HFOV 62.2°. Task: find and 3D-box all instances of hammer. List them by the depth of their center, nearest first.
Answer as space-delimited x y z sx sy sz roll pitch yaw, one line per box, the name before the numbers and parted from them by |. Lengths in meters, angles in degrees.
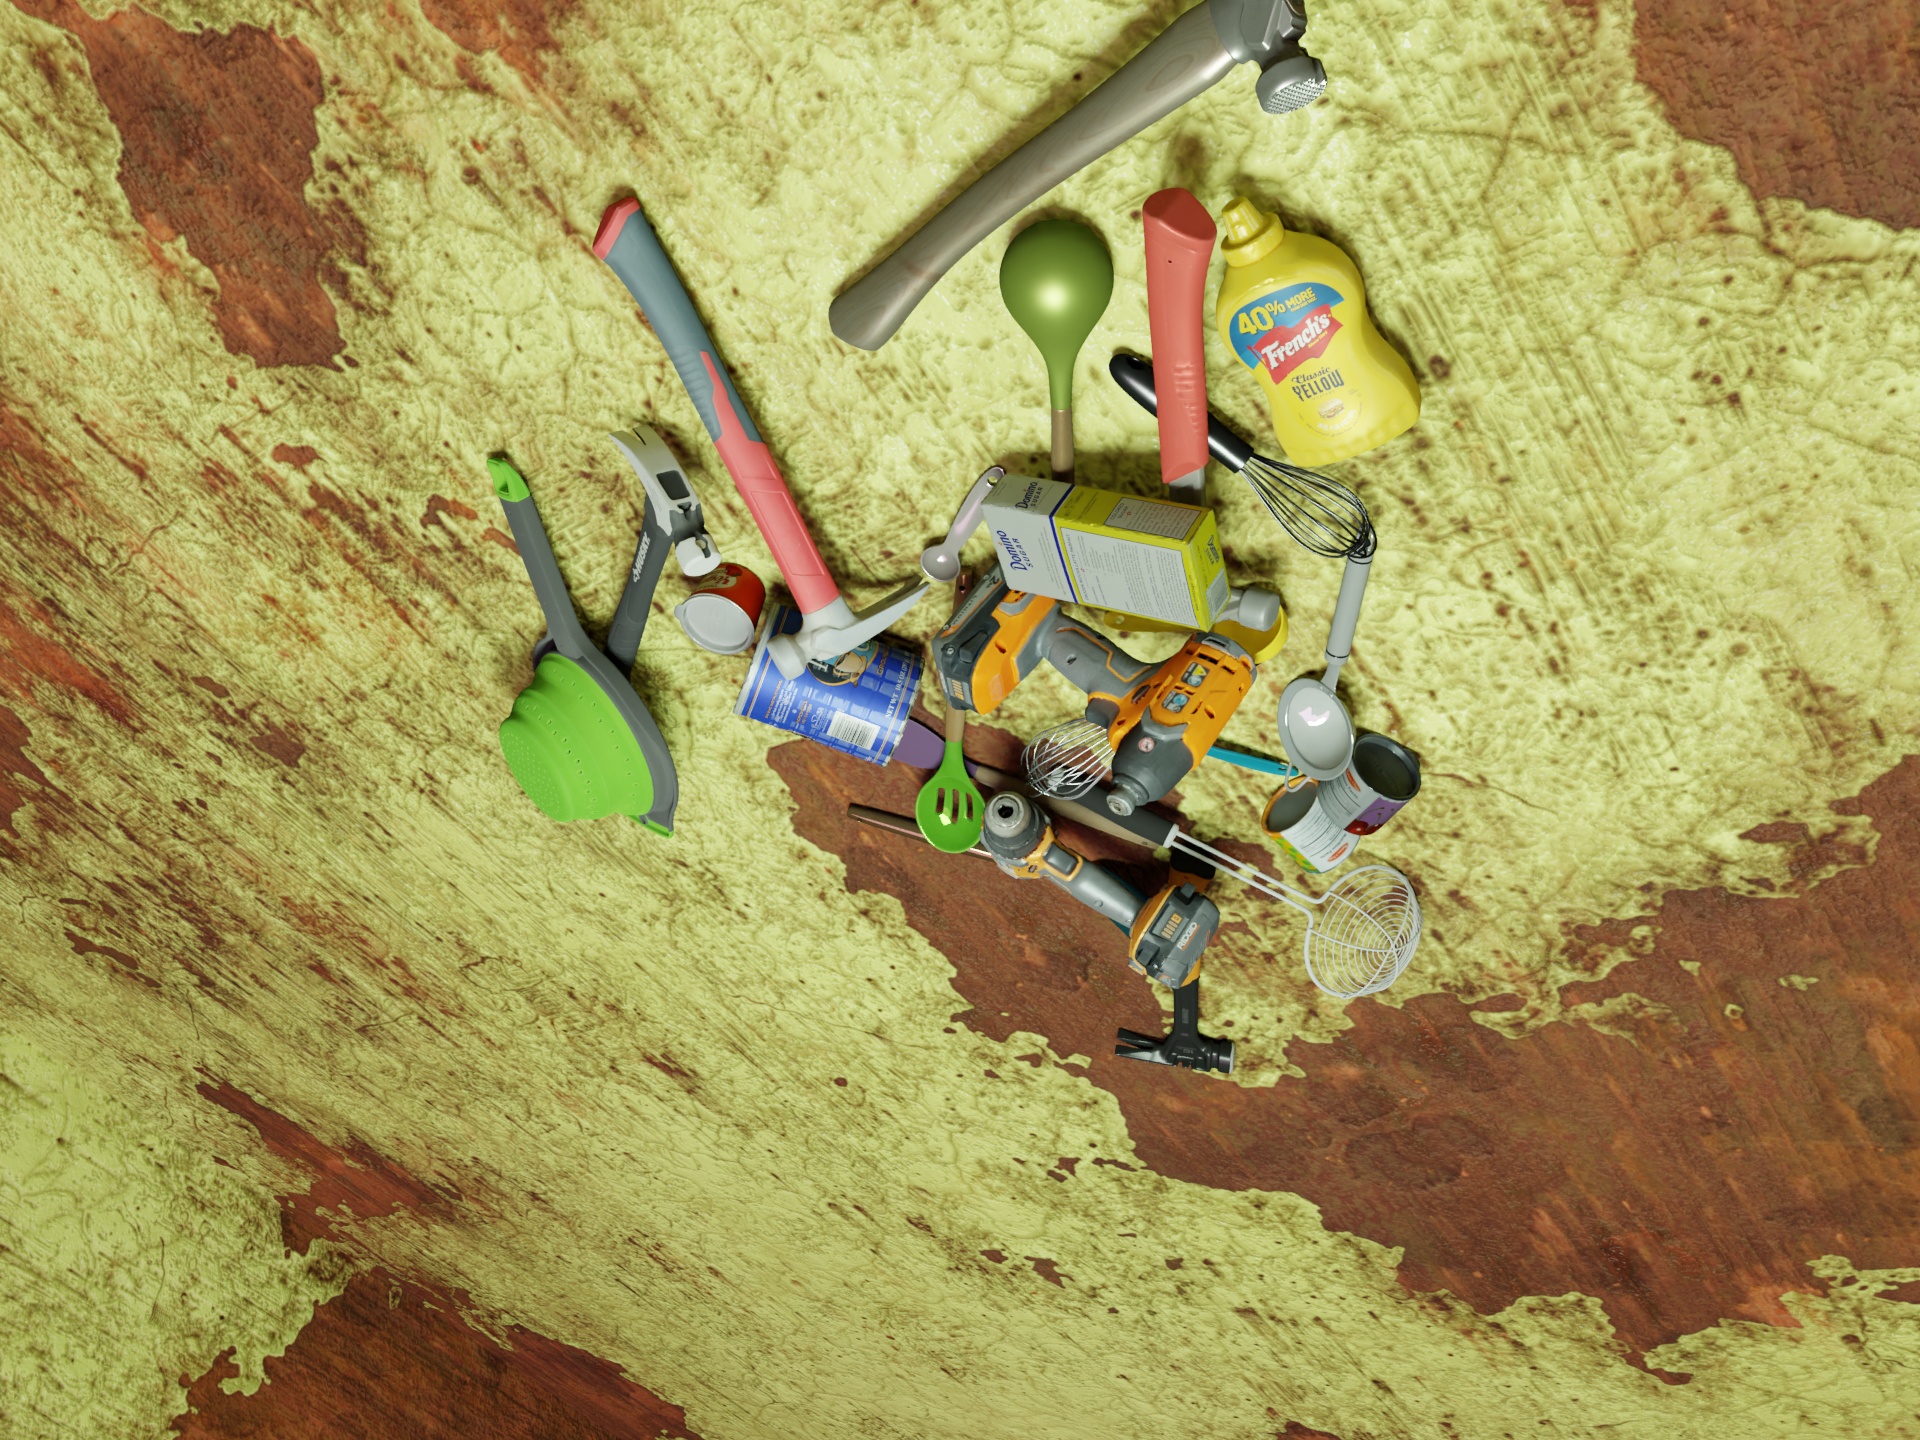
hammer | 0.043 -0.357 1.011 0.410 0.038 0.146 -23 81 46
hammer | 0.146 -0.204 1.104 0.149 0.037 0.358 19 147 25
hammer | -0.158 -0.223 1.227 0.143 0.038 0.386 -31 118 -10
hammer | -0.281 -0.113 1.376 0.146 0.035 0.334 62 150 17
hammer | 0.217 0.243 1.592 0.127 0.034 0.336 6 136 13

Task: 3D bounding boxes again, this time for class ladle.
ladle | 0.074 -0.221 1.171 0.078 0.062 0.319 -3 142 3

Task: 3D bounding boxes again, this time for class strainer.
strainer | 0.299 -0.046 1.260 0.087 0.050 0.258 47 147 39

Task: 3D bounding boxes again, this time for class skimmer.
skimmer | 0.248 0.133 1.452 0.363 0.127 0.090 27 -178 9

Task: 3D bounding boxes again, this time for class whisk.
whisk | 0.205 -0.191 1.146 0.239 0.055 0.055 35 136 -9
whisk | 0.157 -0.008 1.346 0.070 0.070 0.284 40 128 -21

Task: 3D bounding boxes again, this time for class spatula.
spatula | 0.039 0.055 1.477 0.316 0.018 0.059 22 137 -1
spatula | 0.038 0.139 1.545 0.317 0.044 0.082 16 143 6

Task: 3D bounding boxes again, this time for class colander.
colander | -0.377 -0.041 1.434 0.205 0.094 0.396 21 136 43

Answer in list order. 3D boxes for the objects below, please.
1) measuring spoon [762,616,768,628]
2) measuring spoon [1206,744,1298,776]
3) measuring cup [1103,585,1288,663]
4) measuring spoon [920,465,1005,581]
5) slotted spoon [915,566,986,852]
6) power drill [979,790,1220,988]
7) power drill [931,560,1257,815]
measuring spoon | -0.129 -0.059 1.430 0.116 0.011 0.021 37 127 -22
measuring spoon | 0.234 0.023 1.377 0.128 0.021 0.042 16 155 -9
measuring cup | 0.188 -0.075 1.274 0.156 0.062 0.029 5 163 33
measuring spoon | 0.006 -0.160 1.275 0.034 0.018 0.124 31 130 -5
slotted spoon | -0.002 -0.005 1.409 0.070 0.031 0.313 12 131 10
power drill | 0.115 0.140 1.409 0.226 0.084 0.185 32 171 15
power drill | 0.092 -0.023 1.231 0.227 0.164 0.084 24 151 25
